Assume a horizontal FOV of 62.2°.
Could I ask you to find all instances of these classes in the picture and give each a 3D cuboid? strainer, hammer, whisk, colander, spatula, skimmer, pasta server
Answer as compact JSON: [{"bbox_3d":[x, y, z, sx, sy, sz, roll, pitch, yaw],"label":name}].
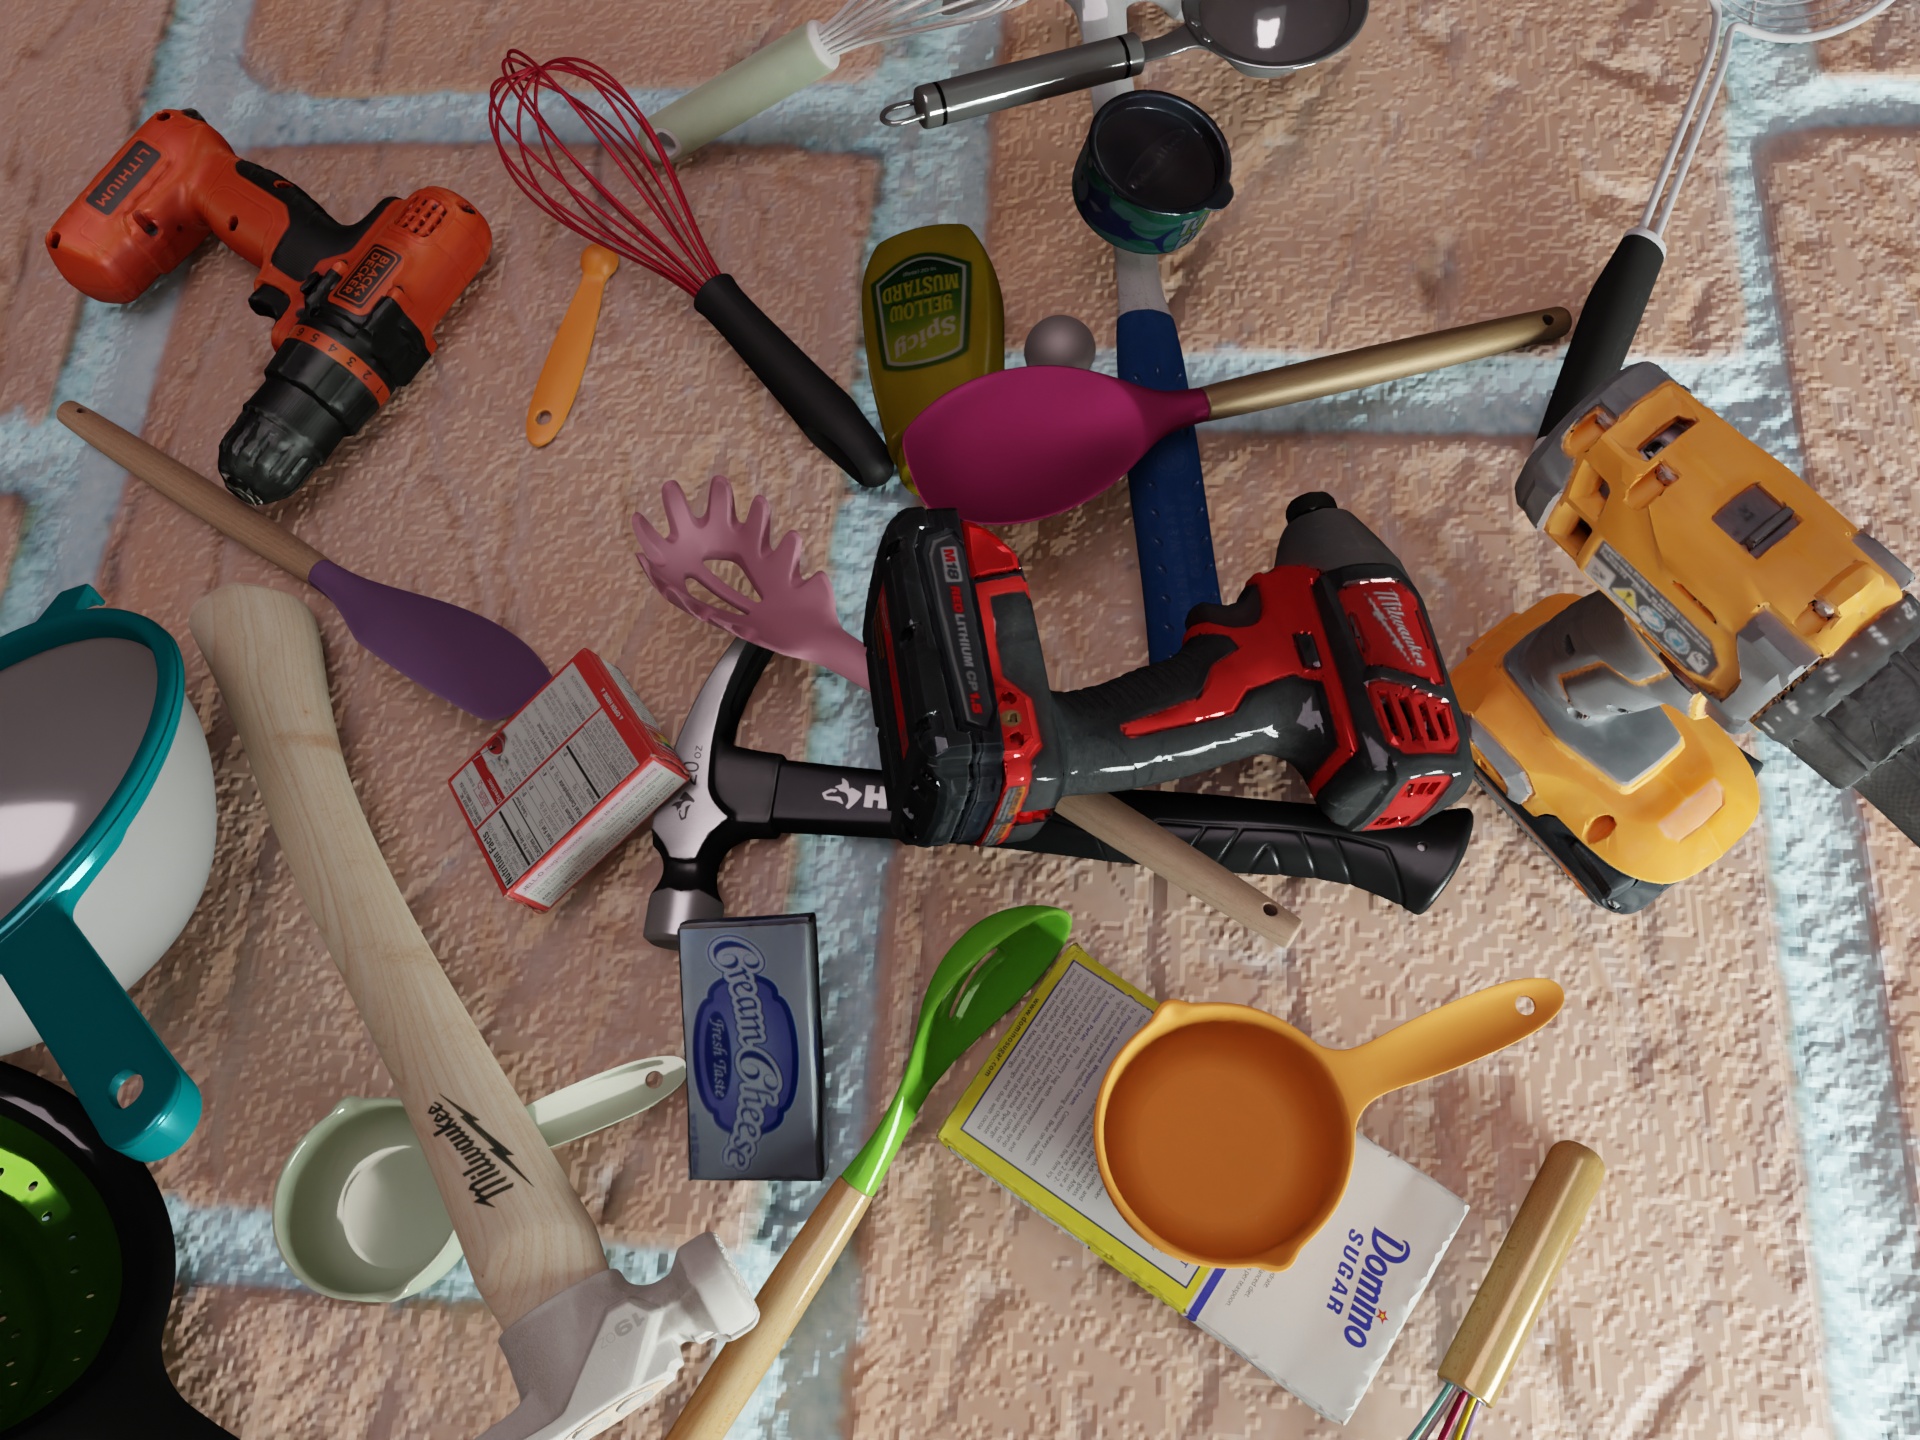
[{"bbox_3d":[-0.340,0.084,0.613,0.341,0.095,0.211,28,68,40],"label":"strainer"},{"bbox_3d":[0.040,0.036,0.663,0.335,0.035,0.146,4,71,7],"label":"hammer"},{"bbox_3d":[-0.240,0.100,0.639,0.146,0.038,0.411,-29,62,-15],"label":"hammer"},{"bbox_3d":[-0.130,-0.218,0.760,0.073,0.073,0.296,-40,77,-9],"label":"whisk"},{"bbox_3d":[-0.059,-0.327,0.758,0.246,0.057,0.059,-18,41,28],"label":"whisk"},{"bbox_3d":[0.172,0.259,0.563,0.051,0.047,0.245,29,72,17],"label":"whisk"},{"bbox_3d":[-0.344,0.268,0.586,0.397,0.204,0.094,34,111,1],"label":"colander"},{"bbox_3d":[-0.316,-0.081,0.747,0.316,0.018,0.060,29,36,18],"label":"spatula"},{"bbox_3d":[0.084,-0.307,0.733,0.258,0.050,0.087,-19,63,-12],"label":"strainer"},{"bbox_3d":[0.349,-0.271,0.714,0.127,0.090,0.363,31,76,-21],"label":"skimmer"},{"bbox_3d":[0.078,-0.194,0.732,0.144,0.035,0.406,-1,71,-12],"label":"hammer"},{"bbox_3d":[-0.001,-0.002,0.642,0.316,0.040,0.060,32,62,14],"label":"pasta server"}]

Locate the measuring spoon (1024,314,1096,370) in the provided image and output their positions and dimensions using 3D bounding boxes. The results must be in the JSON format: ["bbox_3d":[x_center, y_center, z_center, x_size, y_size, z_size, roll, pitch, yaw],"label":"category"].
[{"bbox_3d":[0.024,-0.142,0.738,0.034,0.018,0.124,27,73,15],"label":"measuring spoon"}]

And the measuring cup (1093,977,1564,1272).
[{"bbox_3d":[0.129,0.132,0.563,0.173,0.052,0.095,-21,70,-6],"label":"measuring cup"}]

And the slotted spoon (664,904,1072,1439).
[{"bbox_3d":[-0.055,0.198,0.603,0.031,0.070,0.314,30,82,26],"label":"slotted spoon"}]

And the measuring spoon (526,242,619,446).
[{"bbox_3d":[-0.192,-0.187,0.782,0.021,0.011,0.117,10,71,10],"label":"measuring spoon"}]

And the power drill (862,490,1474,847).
[{"bbox_3d":[0.079,-0.025,0.612,0.219,0.078,0.143,-3,62,-13],"label":"power drill"}]

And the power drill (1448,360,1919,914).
[{"bbox_3d":[0.259,0.000,0.550,0.084,0.226,0.185,-37,70,-8],"label":"power drill"}]

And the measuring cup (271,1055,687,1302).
[{"bbox_3d":[-0.186,0.175,0.637,0.167,0.038,0.083,-21,66,-9],"label":"measuring cup"}]

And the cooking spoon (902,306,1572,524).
[{"bbox_3d":[0.128,-0.142,0.692,0.319,0.017,0.069,-15,76,-13],"label":"cooking spoon"}]
